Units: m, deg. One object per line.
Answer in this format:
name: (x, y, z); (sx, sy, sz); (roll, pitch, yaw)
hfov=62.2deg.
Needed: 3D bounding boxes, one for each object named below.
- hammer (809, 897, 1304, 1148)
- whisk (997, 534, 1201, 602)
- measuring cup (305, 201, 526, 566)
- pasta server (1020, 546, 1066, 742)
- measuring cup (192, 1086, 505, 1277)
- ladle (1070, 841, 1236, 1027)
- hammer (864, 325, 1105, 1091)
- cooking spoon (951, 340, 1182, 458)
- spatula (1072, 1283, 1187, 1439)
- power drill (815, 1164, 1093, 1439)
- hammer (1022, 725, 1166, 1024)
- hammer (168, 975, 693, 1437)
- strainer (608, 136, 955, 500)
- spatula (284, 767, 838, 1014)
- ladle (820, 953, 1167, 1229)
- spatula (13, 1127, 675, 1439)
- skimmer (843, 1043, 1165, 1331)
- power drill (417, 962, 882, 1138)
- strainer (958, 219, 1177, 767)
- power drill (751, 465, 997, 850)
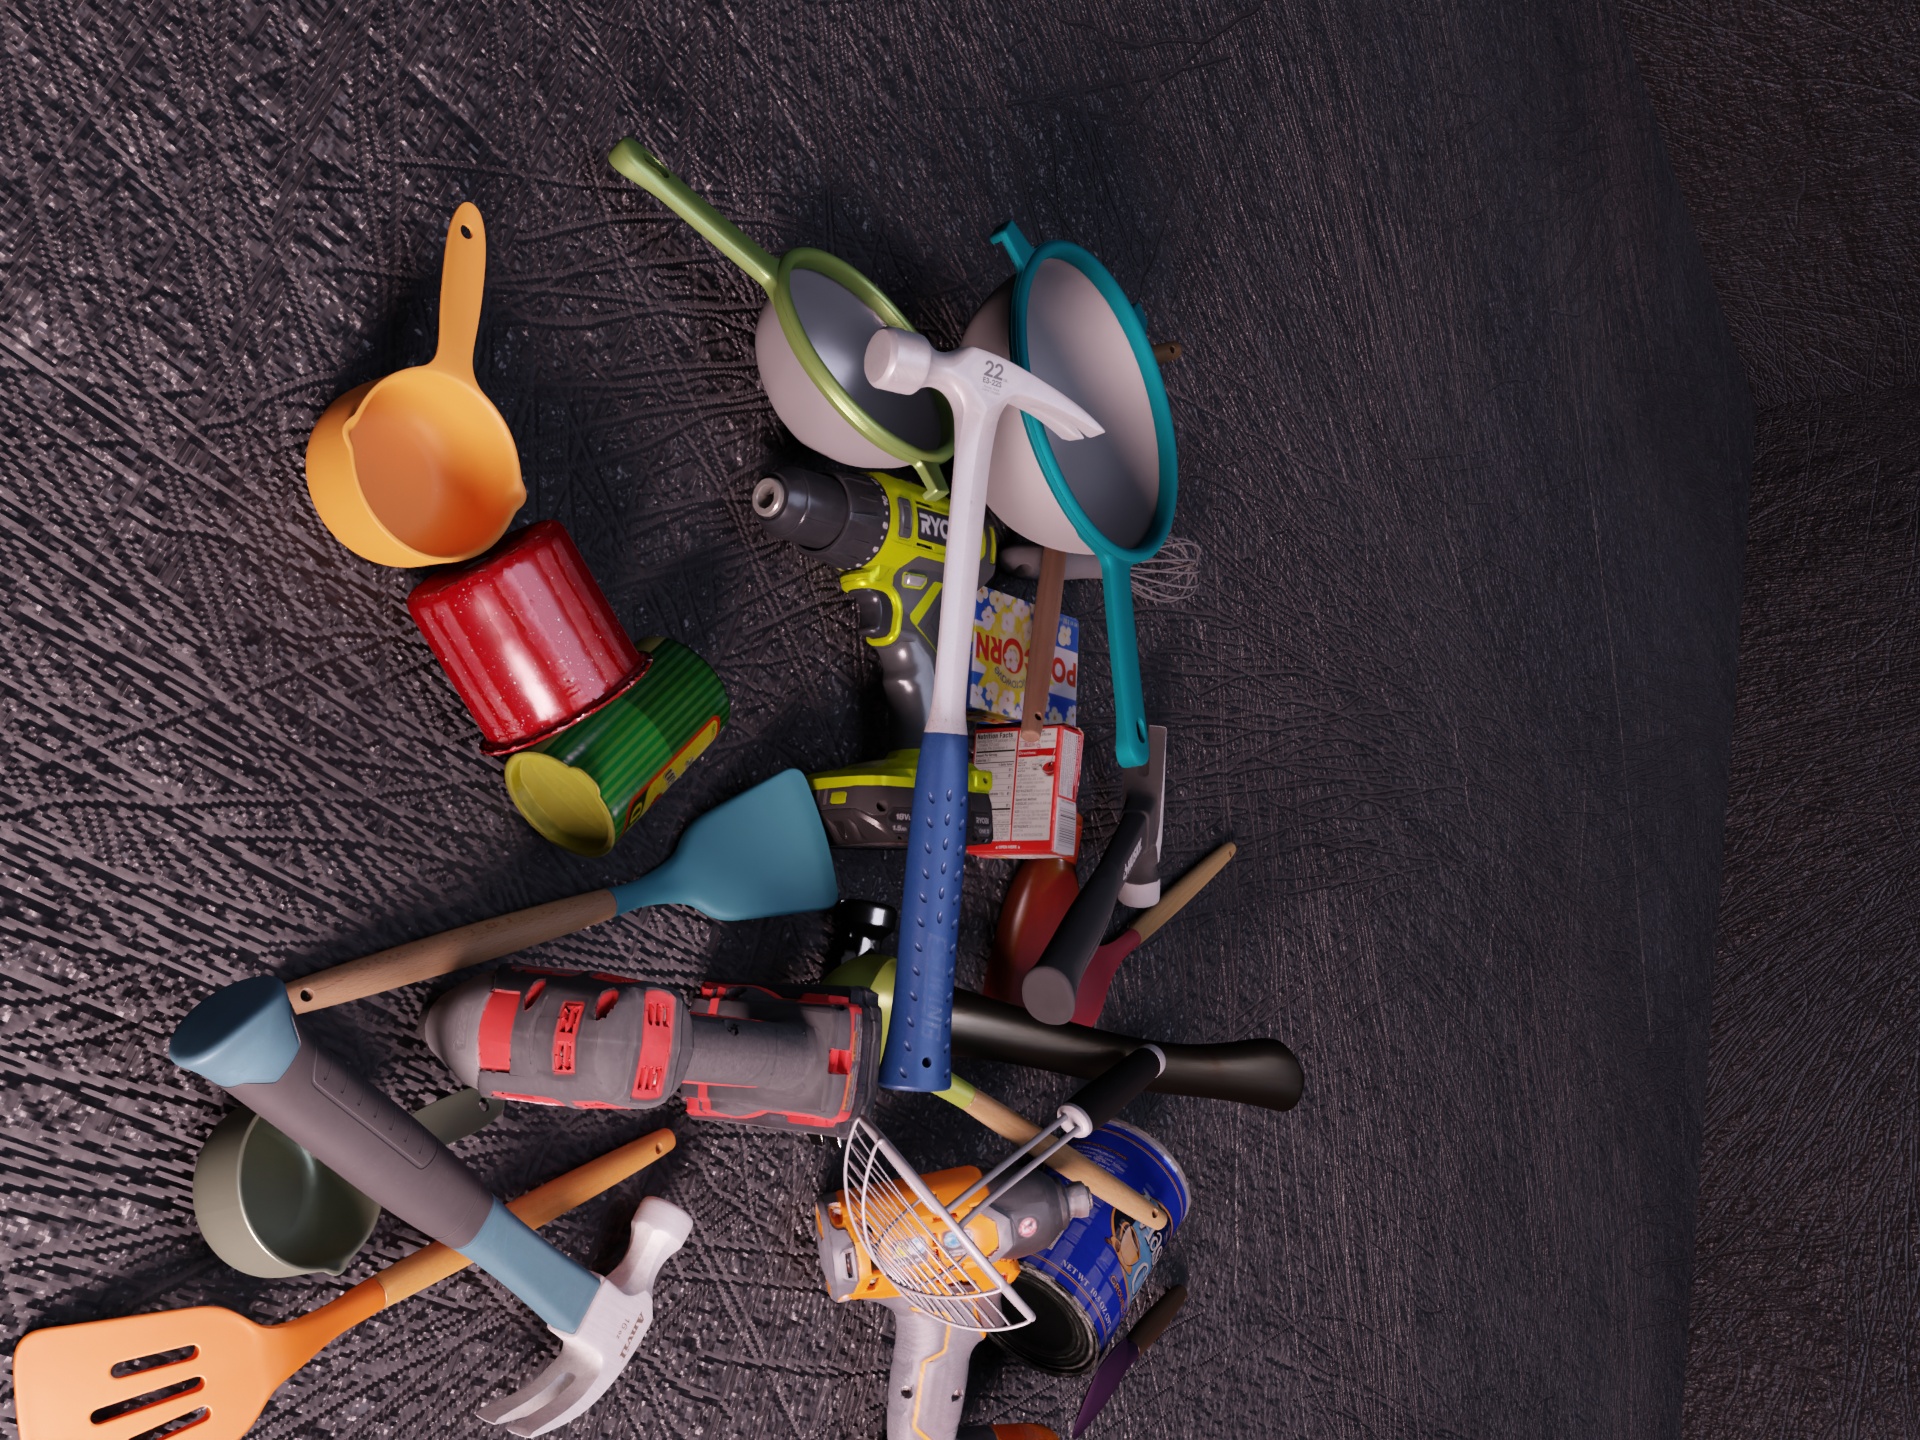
hammer: (0.079, 0.229, 1.055); (0.410, 0.038, 0.146); (18, 73, -34)
whisk: (0.108, -0.117, 1.202); (0.239, 0.055, 0.055); (-3, 89, -47)
measuring cup: (-0.250, -0.154, 0.736); (0.095, 0.052, 0.174); (18, 71, -50)
pasta server: (0.069, -0.119, 1.107); (0.060, 0.040, 0.316); (24, 52, -20)
measuring cup: (-0.266, 0.191, 0.704); (0.167, 0.038, 0.083); (-6, 78, -69)
ladle: (0.145, 0.159, 1.237); (0.315, 0.031, 0.069); (-30, 110, -51)
hammer: (-0.001, -0.003, 0.877); (0.144, 0.035, 0.405); (8, 86, -32)
cooking spoon: (0.056, -0.239, 1.128); (0.319, 0.017, 0.068); (-24, 98, -41)
spatula: (0.122, 0.435, 1.108); (0.060, 0.018, 0.315); (-69, 160, 1)
power drill: (0.008, 0.376, 0.943); (0.164, 0.084, 0.226); (-8, 96, -11)
hammer: (0.095, 0.109, 1.063); (0.335, 0.035, 0.146); (-43, 136, -67)
hammer: (-0.218, 0.207, 0.684); (0.128, 0.033, 0.330); (-65, 148, -32)
strainer: (-0.109, -0.225, 0.911); (0.256, 0.069, 0.152); (36, 34, -31)
spatula: (-0.191, 0.094, 0.795); (0.317, 0.044, 0.082); (-14, 88, -50)
ladle: (0.030, 0.239, 0.958); (0.319, 0.062, 0.078); (39, 59, -29)
spatula: (-0.251, 0.248, 0.723); (0.322, 0.041, 0.081); (-15, 97, -56)
skimmer: (0.055, 0.228, 0.888); (0.127, 0.090, 0.363); (46, 26, 16)
power drill: (-0.148, 0.158, 0.777); (0.219, 0.143, 0.078); (24, 68, -56)
strainer: (0.062, -0.134, 1.031); (0.211, 0.095, 0.340); (7, 75, -57)
power drill: (-0.051, -0.039, 0.963); (0.190, 0.080, 0.228); (8, 78, -53)
